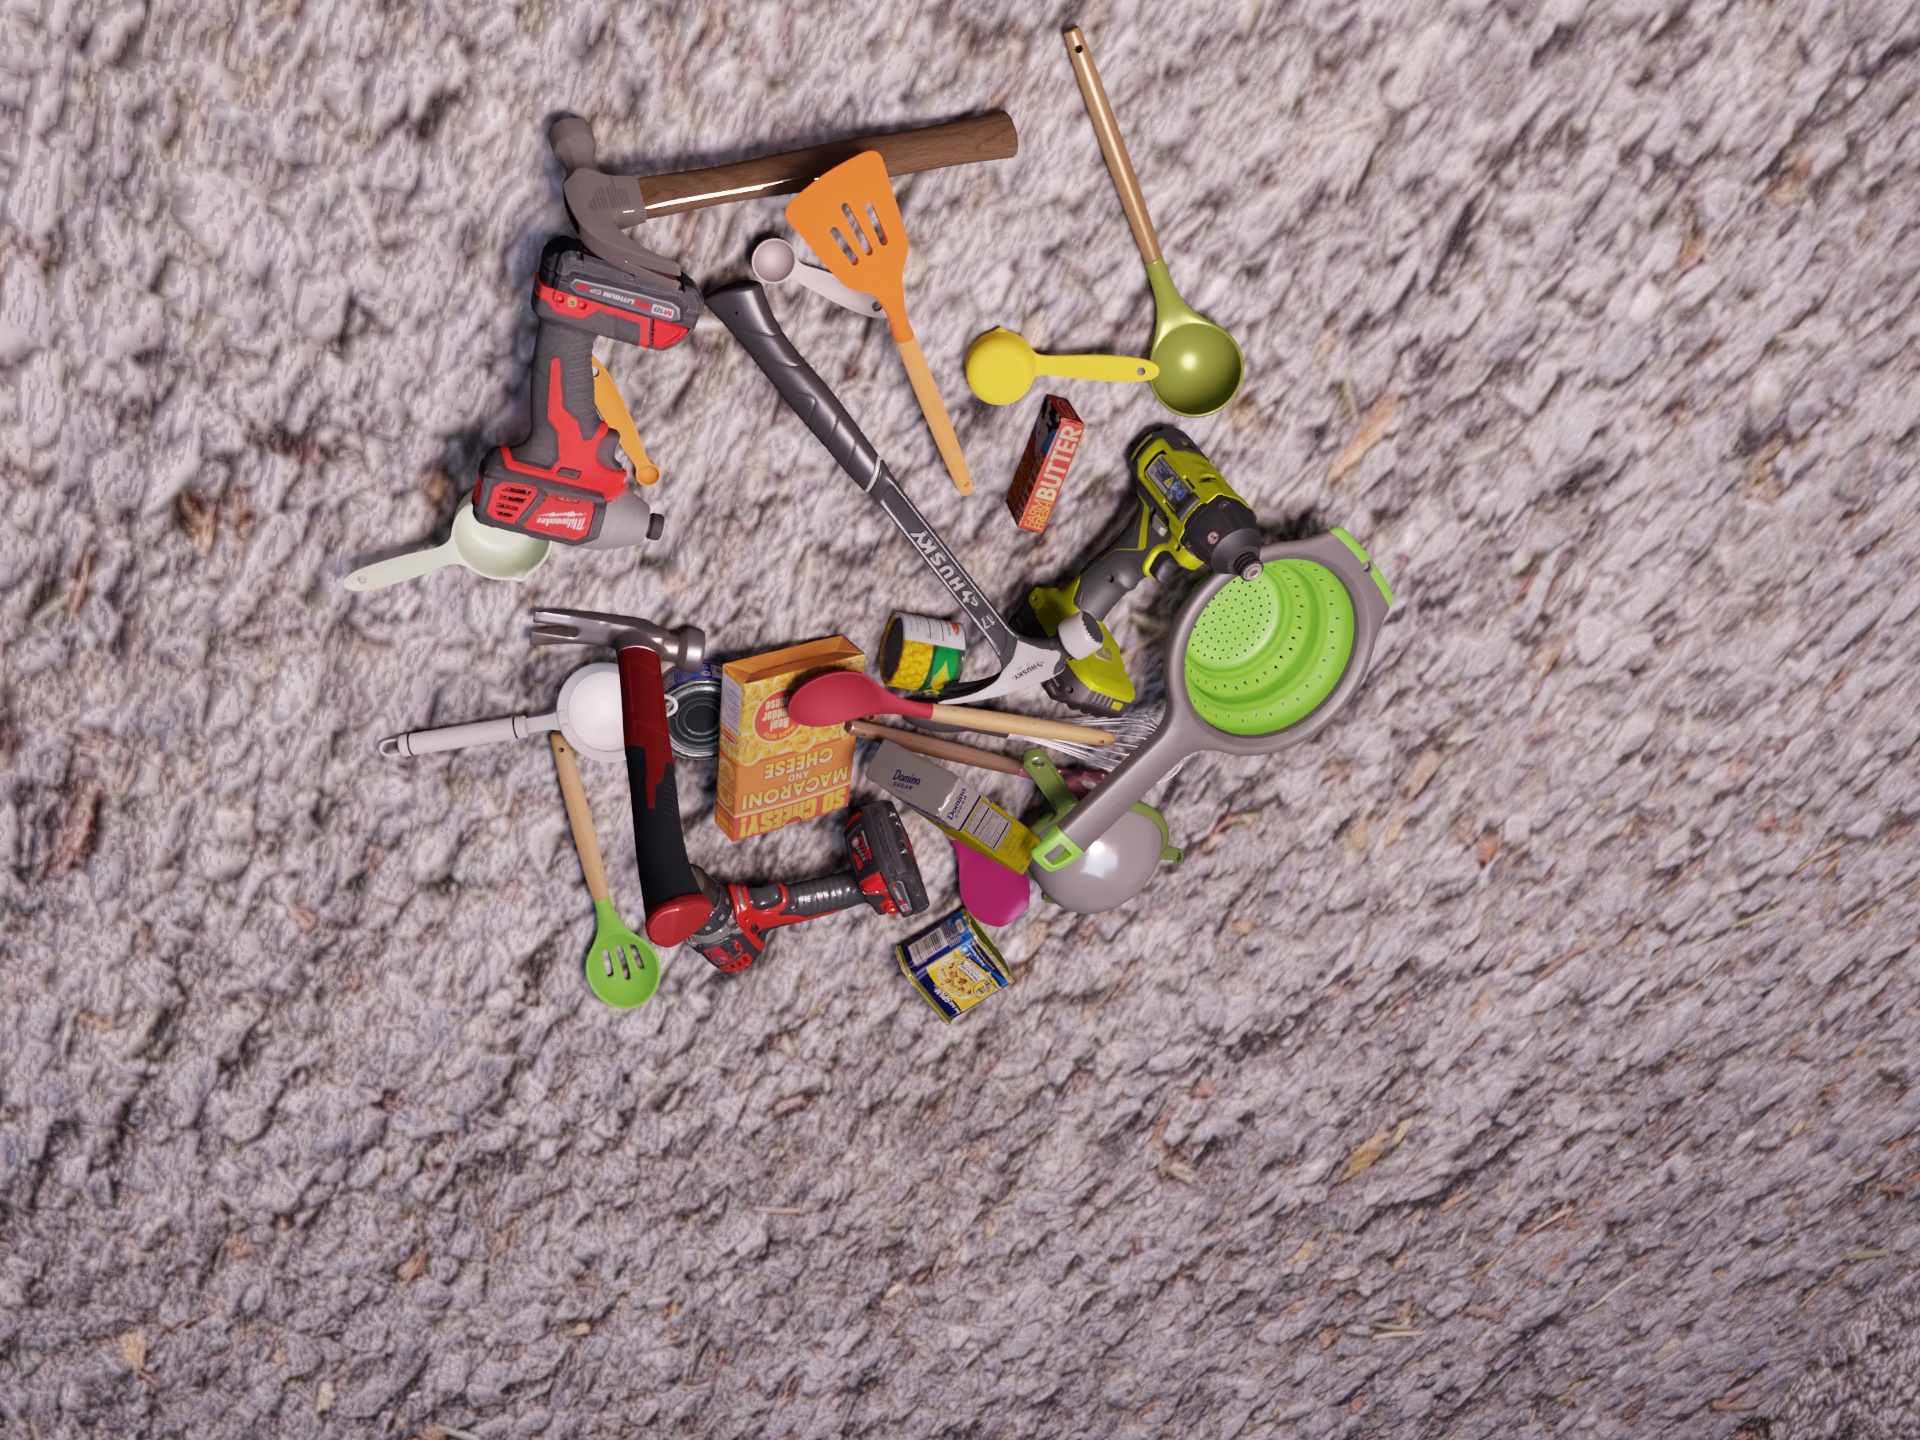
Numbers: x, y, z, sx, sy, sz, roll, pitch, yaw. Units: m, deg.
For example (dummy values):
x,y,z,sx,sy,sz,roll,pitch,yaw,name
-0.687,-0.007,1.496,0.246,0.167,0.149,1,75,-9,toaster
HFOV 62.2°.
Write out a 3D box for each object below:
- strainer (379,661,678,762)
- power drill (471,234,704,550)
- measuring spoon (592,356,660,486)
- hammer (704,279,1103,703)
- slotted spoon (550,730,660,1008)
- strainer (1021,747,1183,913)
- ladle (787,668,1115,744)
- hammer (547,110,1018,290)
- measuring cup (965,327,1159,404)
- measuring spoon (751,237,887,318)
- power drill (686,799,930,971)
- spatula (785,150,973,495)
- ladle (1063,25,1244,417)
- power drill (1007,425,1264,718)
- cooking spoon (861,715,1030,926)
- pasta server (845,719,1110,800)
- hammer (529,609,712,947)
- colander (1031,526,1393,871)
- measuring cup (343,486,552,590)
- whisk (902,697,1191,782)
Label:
x,y,z,sx,sy,sz,roll,pitch,yaw,name
-0.367,0.002,1.358,0.258,0.050,0.087,-9,99,-2,strainer
-0.270,-0.233,1.184,0.143,0.079,0.219,12,111,-22,power drill
-0.267,-0.235,1.246,0.021,0.011,0.116,-24,122,1,measuring spoon
-0.061,-0.178,1.266,0.149,0.036,0.408,-30,112,26,hammer
-0.335,0.141,1.467,0.070,0.031,0.313,-11,123,-8,slotted spoon
0.114,0.115,1.503,0.151,0.069,0.256,-19,141,13,strainer
-0.002,-0.004,1.395,0.315,0.031,0.069,9,135,-24,ladle
-0.116,-0.391,1.138,0.331,0.130,0.031,-15,167,-14,hammer
0.081,-0.279,1.273,0.156,0.029,0.062,3,124,4,measuring cup
-0.105,-0.337,1.221,0.124,0.018,0.034,16,115,-32,measuring spoon
-0.155,0.151,1.459,0.226,0.080,0.187,-19,152,0,power drill
-0.041,-0.283,1.218,0.081,0.041,0.322,-36,146,-7,spatula
0.144,-0.379,1.234,0.078,0.062,0.319,-24,123,6,ladle
0.151,-0.115,1.342,0.080,0.171,0.223,16,123,-41,power drill
-0.017,0.093,1.527,0.069,0.017,0.318,-37,126,-4,cooking spoon
0.033,0.044,1.475,0.316,0.040,0.060,15,136,-32,pasta server
-0.248,0.029,1.193,0.143,0.387,0.038,7,121,-19,hammer
0.203,-0.022,1.440,0.397,0.095,0.204,-43,121,4,colander
-0.404,-0.139,1.255,0.167,0.038,0.083,-18,126,-1,measuring cup
0.081,0.012,1.482,0.284,0.070,0.070,9,120,-15,whisk
